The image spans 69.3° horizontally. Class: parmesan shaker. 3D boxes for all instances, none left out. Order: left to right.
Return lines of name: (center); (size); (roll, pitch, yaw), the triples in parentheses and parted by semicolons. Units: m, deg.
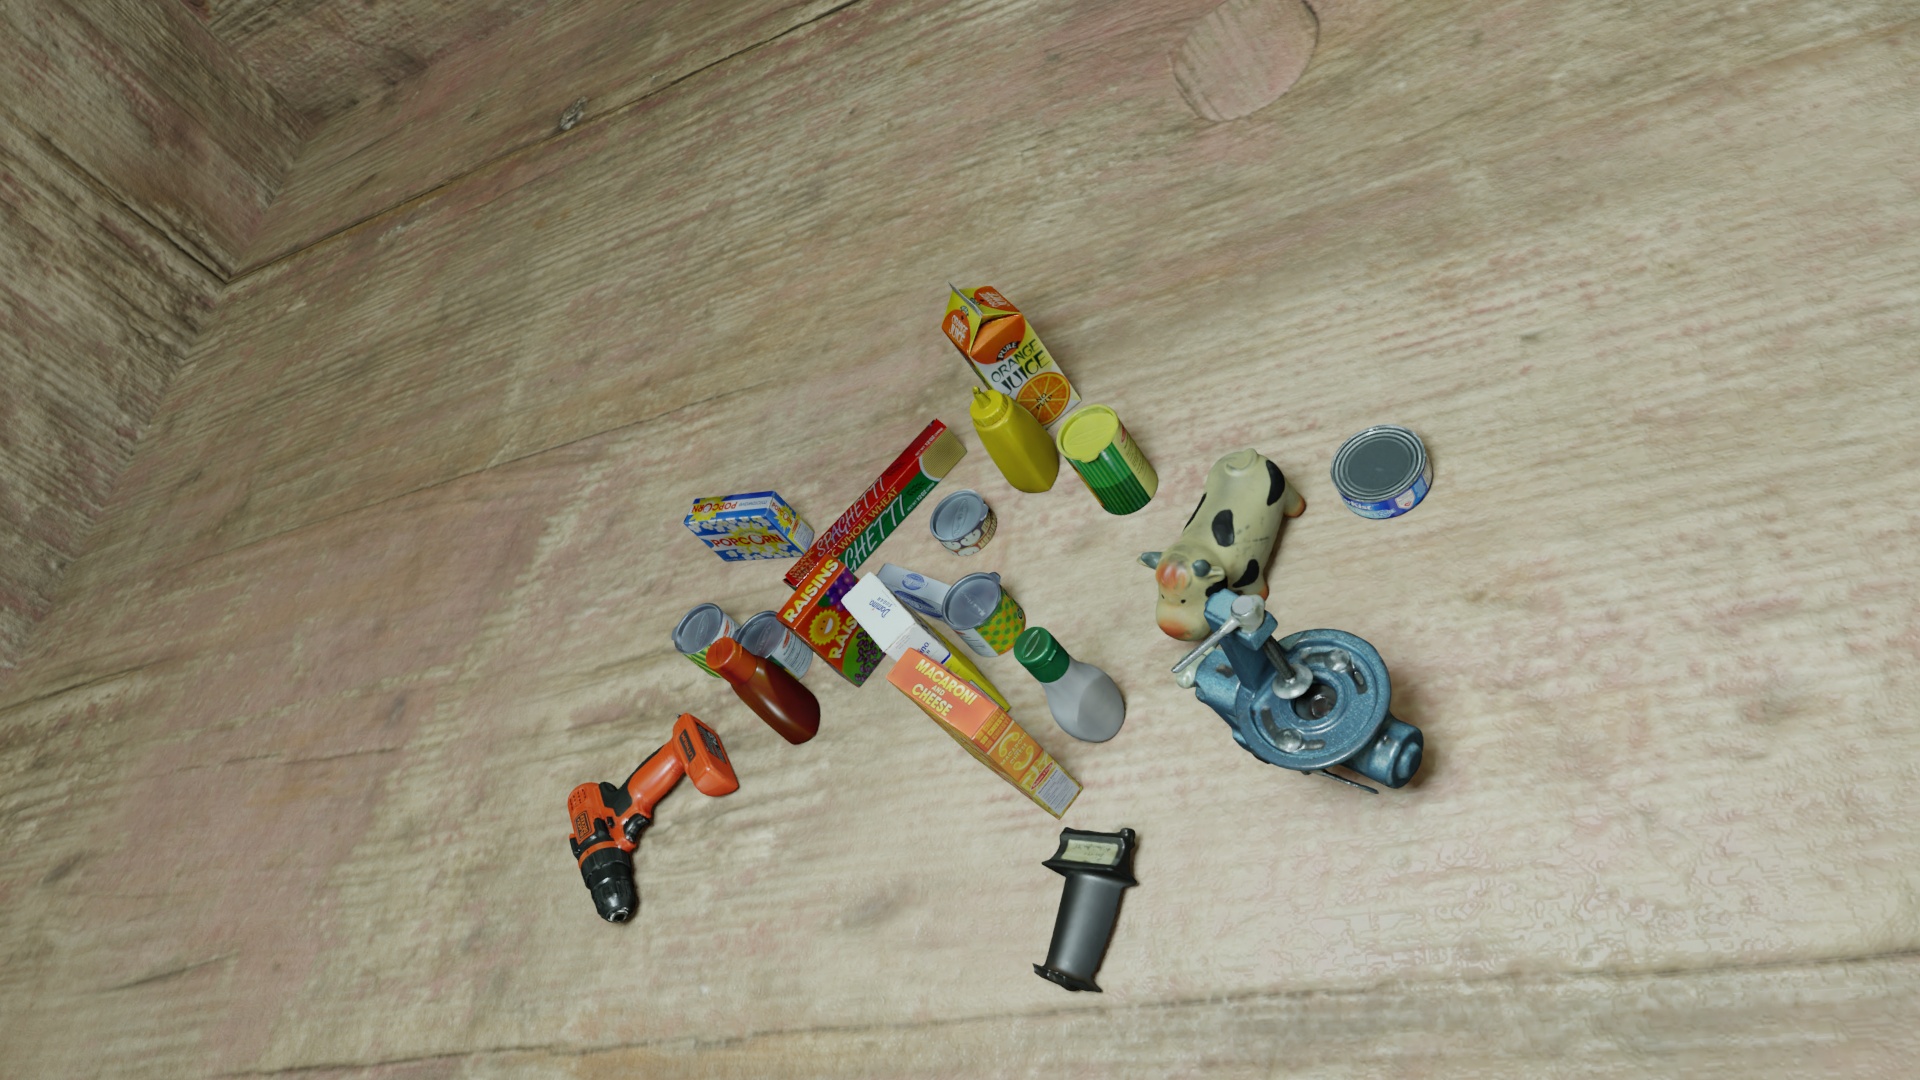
parmesan shaker: (0.147, -0.077, 1.386); (0.071, 0.102, 0.072); (-19, 48, 22)

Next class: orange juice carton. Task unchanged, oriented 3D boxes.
orange juice carton: (0.047, -0.202, 1.489); (0.073, 0.192, 0.072); (-40, 44, 2)

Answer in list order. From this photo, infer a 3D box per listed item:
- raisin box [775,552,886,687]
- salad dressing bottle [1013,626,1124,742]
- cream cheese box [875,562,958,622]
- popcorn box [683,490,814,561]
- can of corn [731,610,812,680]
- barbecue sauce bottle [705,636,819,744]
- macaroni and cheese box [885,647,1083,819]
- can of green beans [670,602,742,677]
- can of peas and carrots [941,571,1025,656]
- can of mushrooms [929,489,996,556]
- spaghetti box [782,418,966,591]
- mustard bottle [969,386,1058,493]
raisin box: (-0.121, 0.083, 1.429); (0.040, 0.123, 0.086); (29, 76, 45)
salad dressing bottle: (0.096, 0.127, 1.228); (0.044, 0.147, 0.064); (17, 68, 42)
cream cheese box: (-0.036, 0.057, 1.441); (0.104, 0.053, 0.024); (18, 69, 42)
popcorn box: (-0.246, -0.015, 1.619); (0.126, 0.085, 0.038); (-4, 55, 32)
can of corn: (-0.204, 0.118, 1.504); (0.071, 0.058, 0.071); (-18, 48, 22)
barbecue sauce bottle: (-0.200, 0.149, 1.412); (0.043, 0.148, 0.065); (-26, 46, 16)
macaroni and cheese box: (0.022, 0.170, 1.230); (0.124, 0.166, 0.040); (29, 76, 45)
can of green beans: (-0.277, 0.113, 1.559); (0.071, 0.057, 0.071); (-18, 48, 22)
can of peas and carrots: (0.025, 0.072, 1.383); (0.071, 0.058, 0.071); (-18, 48, 22)
can of mushrooms: (0.005, -0.019, 1.487); (0.071, 0.033, 0.071); (-18, 48, 22)
spaghetti box: (-0.094, -0.029, 1.552); (0.250, 0.050, 0.029); (-47, 44, -6)
mustard bottle: (0.049, -0.113, 1.441); (0.049, 0.159, 0.065); (-6, 54, 31)
